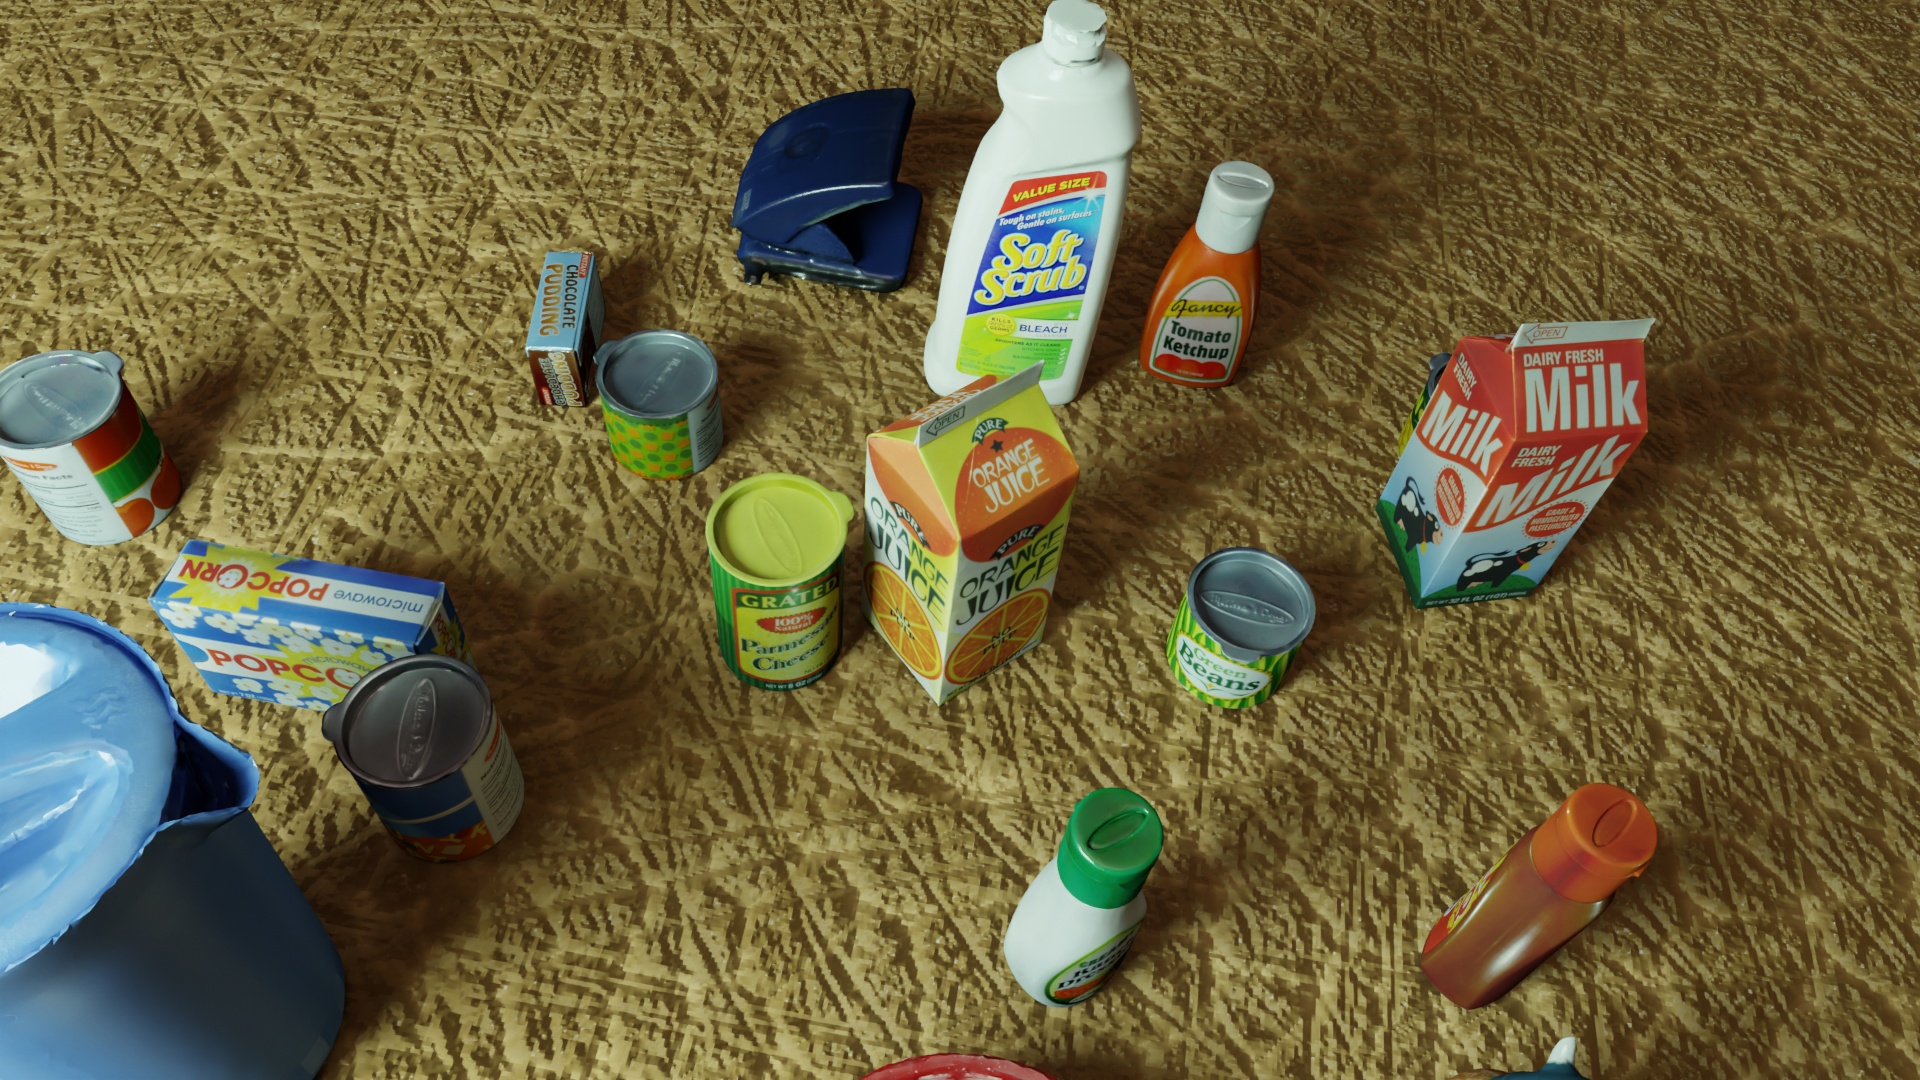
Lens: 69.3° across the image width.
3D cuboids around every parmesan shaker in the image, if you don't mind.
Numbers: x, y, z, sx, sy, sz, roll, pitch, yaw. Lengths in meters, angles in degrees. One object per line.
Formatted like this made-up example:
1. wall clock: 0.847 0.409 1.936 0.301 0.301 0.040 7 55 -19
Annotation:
1. parmesan shaker: -0.088 0.023 0.694 0.071 0.102 0.071 3 54 -4

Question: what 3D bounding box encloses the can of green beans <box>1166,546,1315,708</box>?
1. can of green beans: 0.145 0.046 0.727 0.071 0.057 0.071 3 54 -4

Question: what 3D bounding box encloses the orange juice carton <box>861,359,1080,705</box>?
1. orange juice carton: 0.002 -0.008 0.670 0.072 0.191 0.073 -30 62 -24

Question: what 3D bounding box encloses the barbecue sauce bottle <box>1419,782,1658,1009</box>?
1. barbecue sauce bottle: 0.251 0.154 0.603 0.065 0.147 0.044 -35 64 -26

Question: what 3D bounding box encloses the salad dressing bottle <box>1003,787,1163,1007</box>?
1. salad dressing bottle: 0.053 0.152 0.586 0.064 0.146 0.044 -25 60 -21

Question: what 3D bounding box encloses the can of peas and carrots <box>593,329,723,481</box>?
1. can of peas and carrots: -0.171 -0.077 0.786 0.071 0.058 0.071 3 54 -4

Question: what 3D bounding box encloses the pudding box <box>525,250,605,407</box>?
1. pudding box: -0.232 -0.126 0.822 0.030 0.049 0.084 1 54 -5

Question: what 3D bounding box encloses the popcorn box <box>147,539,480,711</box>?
1. popcorn box: -0.304 0.048 0.666 0.127 0.084 0.038 10 54 2

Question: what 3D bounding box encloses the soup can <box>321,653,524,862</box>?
1. soup can: -0.243 0.101 0.634 0.071 0.083 0.072 3 54 -4

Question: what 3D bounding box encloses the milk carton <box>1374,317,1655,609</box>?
1. milk carton: 0.289 -0.047 0.728 0.072 0.189 0.074 -5 55 -9

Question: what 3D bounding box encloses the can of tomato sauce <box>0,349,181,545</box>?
1. can of tomato sauce: -0.454 -0.049 0.723 0.071 0.082 0.071 3 54 -4

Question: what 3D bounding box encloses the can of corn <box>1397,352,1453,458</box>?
1. can of corn: 0.299 -0.069 0.826 0.071 0.058 0.071 3 54 -4

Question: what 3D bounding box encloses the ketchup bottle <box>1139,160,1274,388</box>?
1. ketchup bottle: 0.148 -0.154 0.818 0.065 0.148 0.044 11 54 2
